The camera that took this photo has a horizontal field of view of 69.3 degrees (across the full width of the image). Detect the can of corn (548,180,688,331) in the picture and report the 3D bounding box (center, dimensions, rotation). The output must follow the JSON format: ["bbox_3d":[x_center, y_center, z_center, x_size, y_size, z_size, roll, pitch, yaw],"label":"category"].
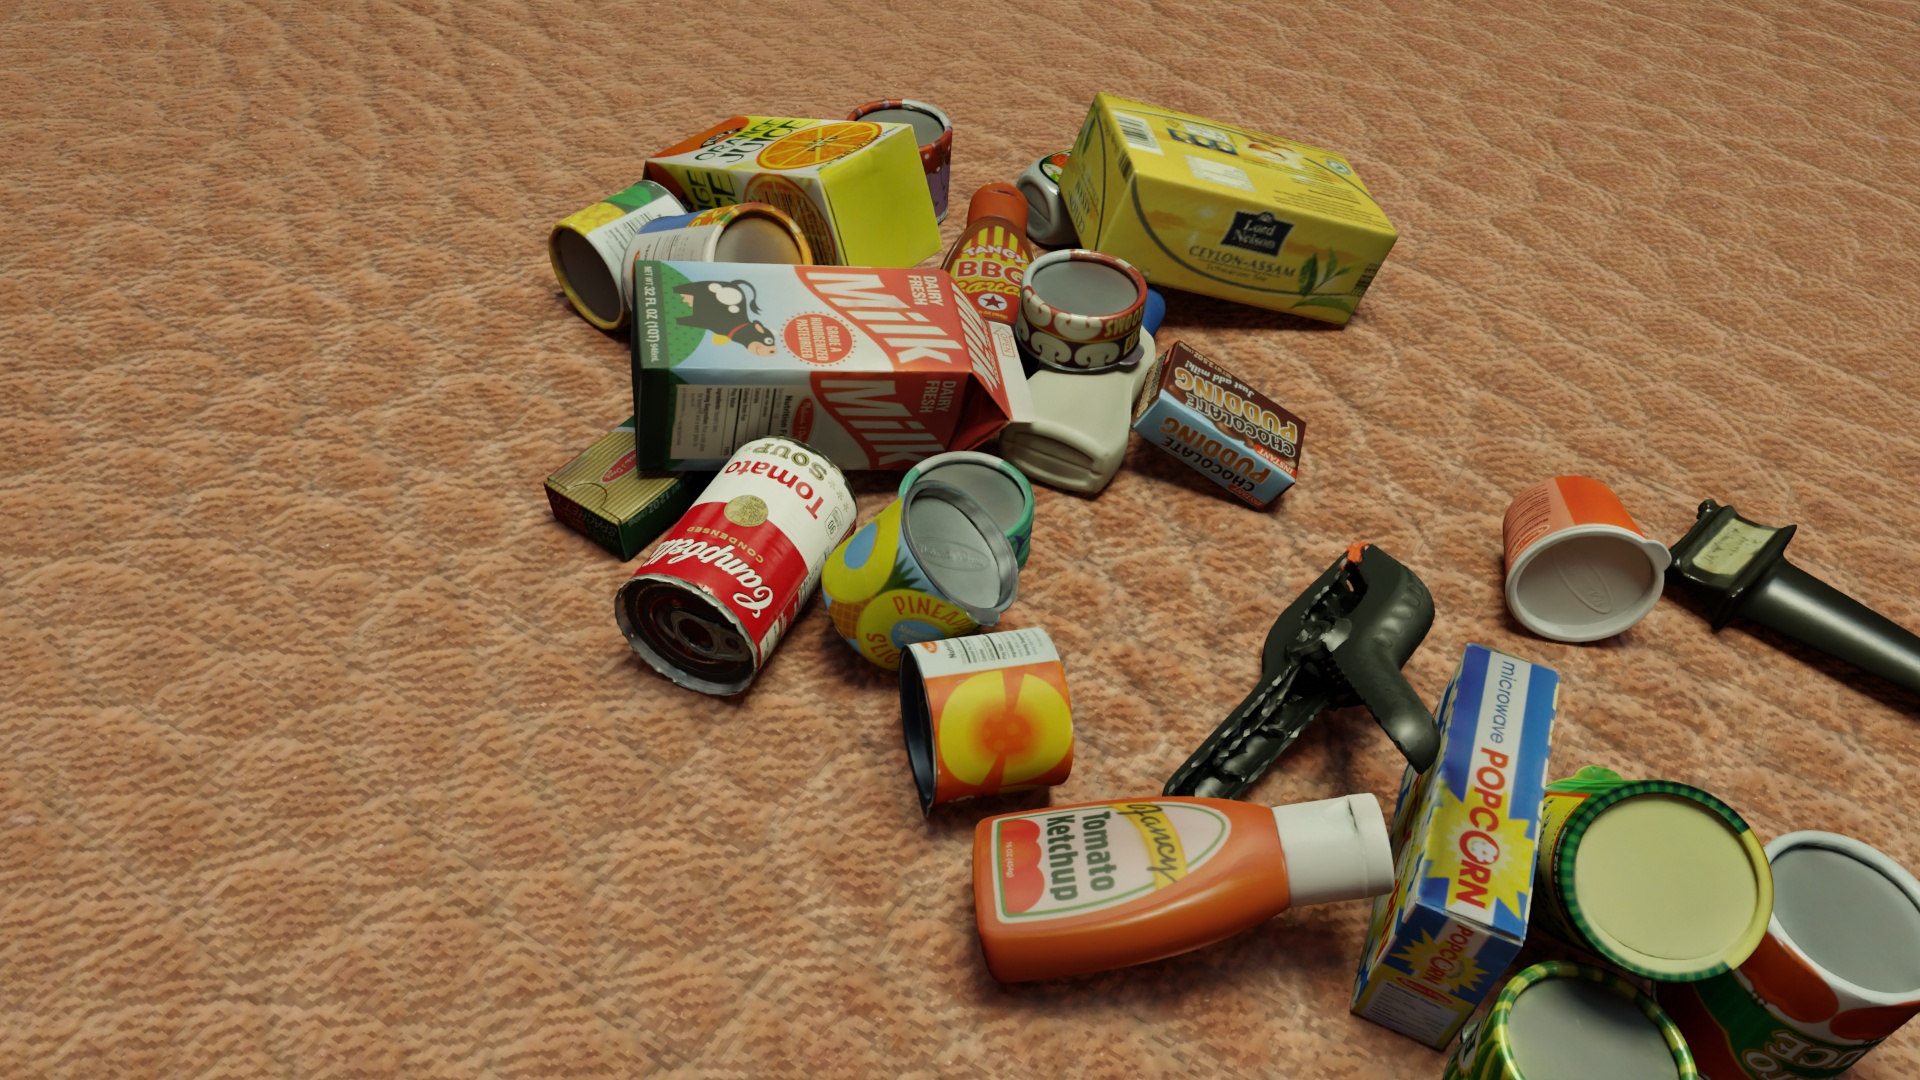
[{"bbox_3d":[-0.187,-0.157,0.772,0.071,0.070,0.058,33,53,25],"label":"can of corn"}]

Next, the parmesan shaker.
[{"bbox_3d":[0.238,0.116,0.500,0.071,0.103,0.071,-2,79,11],"label":"parmesan shaker"}]

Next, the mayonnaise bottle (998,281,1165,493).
[{"bbox_3d":[0.073,-0.088,0.743,0.065,0.041,0.149,21,46,10],"label":"mayonnaise bottle"}]

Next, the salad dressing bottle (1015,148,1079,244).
[{"bbox_3d":[0.106,-0.229,0.879,0.148,0.043,0.064,-23,55,-25],"label":"salad dressing bottle"}]

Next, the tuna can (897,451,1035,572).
[{"bbox_3d":[0.002,-0.008,0.664,0.071,0.032,0.071,2,45,-2],"label":"tuna can"}]

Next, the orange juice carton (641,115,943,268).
[{"bbox_3d":[-0.108,-0.192,0.784,0.193,0.072,0.072,18,44,40],"label":"orange juice carton"}]

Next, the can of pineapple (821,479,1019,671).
[{"bbox_3d":[-0.018,0.017,0.602,0.071,0.057,0.071,30,40,-30],"label":"can of pineapple"}]

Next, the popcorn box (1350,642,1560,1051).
[{"bbox_3d":[0.188,0.113,0.526,0.038,0.084,0.127,19,48,12],"label":"popcorn box"}]

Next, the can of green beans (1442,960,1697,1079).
[{"bbox_3d":[0.206,0.186,0.475,0.071,0.057,0.071,2,46,-2],"label":"can of green beans"}]

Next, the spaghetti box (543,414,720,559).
[{"bbox_3d":[-0.106,-0.080,0.727,0.050,0.028,0.251,28,50,21],"label":"spaghetti box"}]

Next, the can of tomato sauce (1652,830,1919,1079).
[{"bbox_3d":[0.299,0.155,0.496,0.071,0.082,0.071,2,46,-2],"label":"can of tomato sauce"}]

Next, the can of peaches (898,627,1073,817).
[{"bbox_3d":[0.010,0.073,0.565,0.058,0.070,0.071,-7,47,-12],"label":"can of peaches"}]

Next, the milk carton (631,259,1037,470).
[{"bbox_3d":[-0.060,-0.083,0.670,0.191,0.073,0.072,-1,53,-16],"label":"milk carton"}]

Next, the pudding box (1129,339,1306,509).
[{"bbox_3d":[0.131,-0.058,0.705,0.084,0.030,0.050,32,48,-8],"label":"pudding box"}]

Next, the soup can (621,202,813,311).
[{"bbox_3d":[-0.124,-0.139,0.724,0.084,0.071,0.072,7,36,47],"label":"soup can"}]

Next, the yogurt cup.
[{"bbox_3d":[0.289,0.006,0.655,0.072,0.072,0.054,8,38,3],"label":"yogurt cup"}]

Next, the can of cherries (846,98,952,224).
[{"bbox_3d":[-0.040,-0.231,0.859,0.071,0.058,0.072,3,45,-3],"label":"can of cherries"}]

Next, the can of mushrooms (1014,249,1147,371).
[{"bbox_3d":[0.064,-0.119,0.719,0.071,0.033,0.071,3,43,-3],"label":"can of mushrooms"}]

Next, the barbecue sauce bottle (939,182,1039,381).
[{"bbox_3d":[0.017,-0.150,0.796,0.065,0.043,0.149,10,45,-4],"label":"barbecue sauce bottle"}]

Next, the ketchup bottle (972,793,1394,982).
[{"bbox_3d":[0.081,0.122,0.511,0.149,0.043,0.065,-10,35,7],"label":"ketchup bottle"}]
